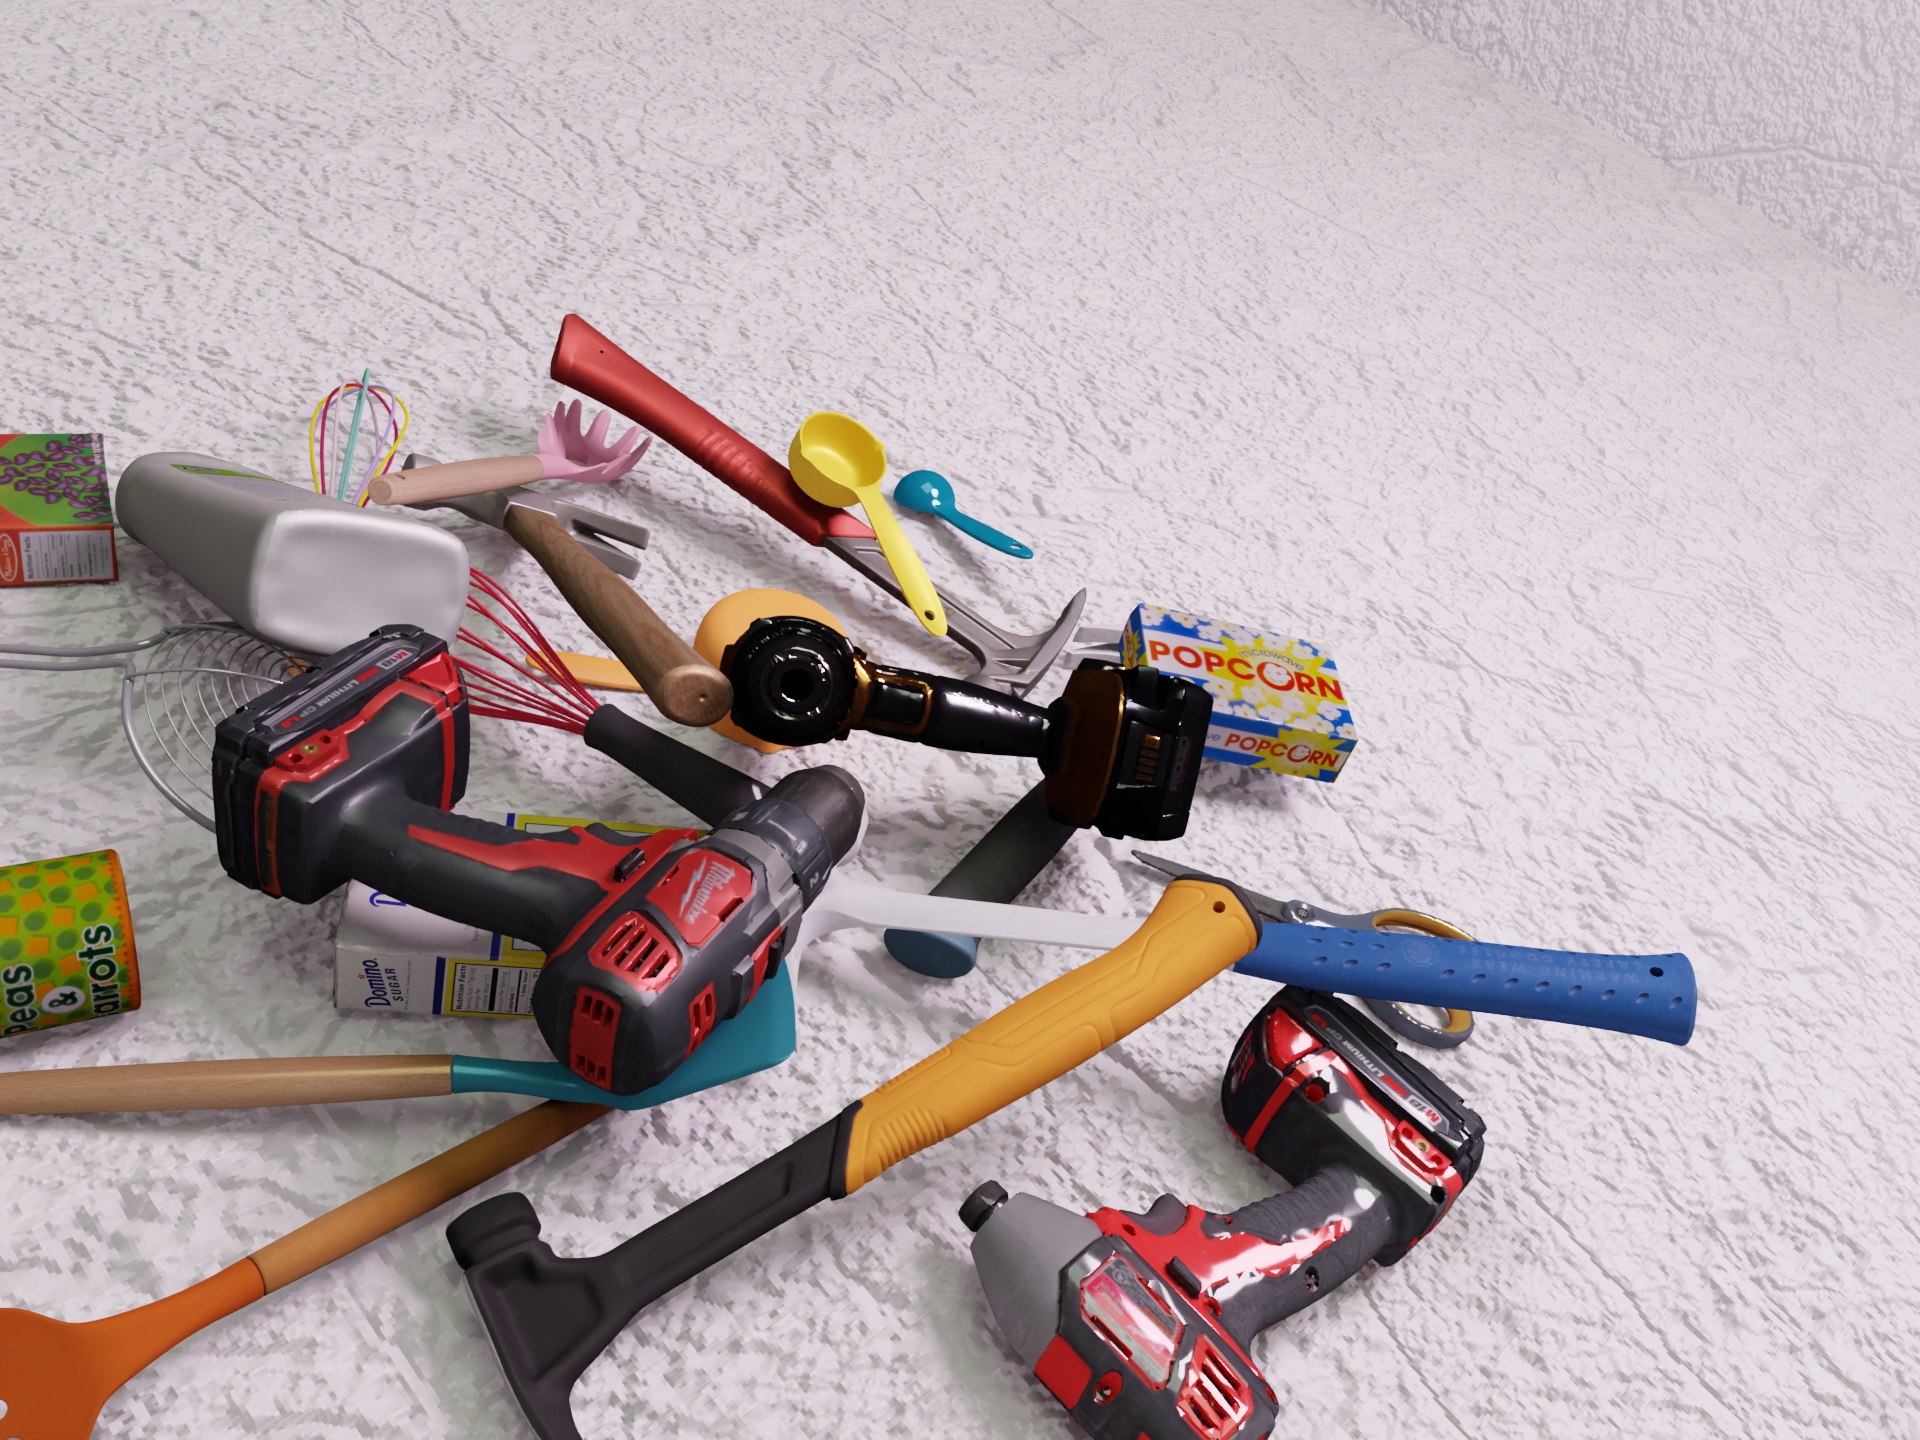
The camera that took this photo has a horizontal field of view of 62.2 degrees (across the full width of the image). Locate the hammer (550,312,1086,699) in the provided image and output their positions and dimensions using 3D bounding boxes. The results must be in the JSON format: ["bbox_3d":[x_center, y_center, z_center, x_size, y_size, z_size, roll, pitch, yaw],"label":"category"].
[{"bbox_3d":[-0.094,-0.134,0.961,0.359,0.036,0.149,36,42,4],"label":"hammer"}]

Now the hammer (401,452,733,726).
[{"bbox_3d":[-0.186,-0.068,0.799,0.130,0.031,0.332,12,15,-34],"label":"hammer"}]

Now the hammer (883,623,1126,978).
[{"bbox_3d":[0.064,0.037,0.874,0.128,0.033,0.331,33,41,14],"label":"hammer"}]

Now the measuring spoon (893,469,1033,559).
[{"bbox_3d":[0.004,-0.137,1.035,0.042,0.021,0.129,-16,36,-38],"label":"measuring spoon"}]

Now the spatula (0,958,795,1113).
[{"bbox_3d":[-0.225,0.129,0.618,0.317,0.044,0.082,-1,28,-12],"label":"spatula"}]

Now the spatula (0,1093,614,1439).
[{"bbox_3d":[-0.235,0.190,0.574,0.322,0.041,0.081,-21,82,-46],"label":"spatula"}]

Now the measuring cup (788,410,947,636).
[{"bbox_3d":[-0.052,-0.109,0.926,0.062,0.029,0.157,-16,72,-41],"label":"measuring cup"}]

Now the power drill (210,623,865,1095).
[{"bbox_3d":[-0.164,0.042,0.656,0.227,0.080,0.188,23,35,14],"label":"power drill"}]

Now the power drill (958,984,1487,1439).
[{"bbox_3d":[0.109,0.207,0.667,0.143,0.078,0.219,41,47,24],"label":"power drill"}]

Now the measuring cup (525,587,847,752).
[{"bbox_3d":[-0.143,-0.038,0.858,0.173,0.052,0.095,8,41,-17],"label":"measuring cup"}]

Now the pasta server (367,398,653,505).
[{"bbox_3d":[-0.241,-0.143,0.865,0.060,0.040,0.316,27,14,0],"label":"pasta server"}]

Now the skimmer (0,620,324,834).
[{"bbox_3d":[-0.445,-0.005,0.718,0.363,0.090,0.127,5,37,-2],"label":"skimmer"}]

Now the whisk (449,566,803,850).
[{"bbox_3d":[-0.190,-0.007,0.775,0.296,0.073,0.073,28,40,20],"label":"whisk"}]

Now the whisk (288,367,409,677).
[{"bbox_3d":[-0.338,-0.113,0.874,0.047,0.051,0.245,24,38,-33],"label":"whisk"}]

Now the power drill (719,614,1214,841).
[{"bbox_3d":[-0.001,-0.002,0.746,0.226,0.084,0.185,12,0,-7],"label":"power drill"}]

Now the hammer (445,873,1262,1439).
[{"bbox_3d":[-0.019,0.159,0.611,0.337,0.034,0.127,-28,56,-17],"label":"hammer"}]

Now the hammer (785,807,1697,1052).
[{"bbox_3d":[0.110,0.104,0.706,0.405,0.035,0.144,6,36,8],"label":"hammer"}]
